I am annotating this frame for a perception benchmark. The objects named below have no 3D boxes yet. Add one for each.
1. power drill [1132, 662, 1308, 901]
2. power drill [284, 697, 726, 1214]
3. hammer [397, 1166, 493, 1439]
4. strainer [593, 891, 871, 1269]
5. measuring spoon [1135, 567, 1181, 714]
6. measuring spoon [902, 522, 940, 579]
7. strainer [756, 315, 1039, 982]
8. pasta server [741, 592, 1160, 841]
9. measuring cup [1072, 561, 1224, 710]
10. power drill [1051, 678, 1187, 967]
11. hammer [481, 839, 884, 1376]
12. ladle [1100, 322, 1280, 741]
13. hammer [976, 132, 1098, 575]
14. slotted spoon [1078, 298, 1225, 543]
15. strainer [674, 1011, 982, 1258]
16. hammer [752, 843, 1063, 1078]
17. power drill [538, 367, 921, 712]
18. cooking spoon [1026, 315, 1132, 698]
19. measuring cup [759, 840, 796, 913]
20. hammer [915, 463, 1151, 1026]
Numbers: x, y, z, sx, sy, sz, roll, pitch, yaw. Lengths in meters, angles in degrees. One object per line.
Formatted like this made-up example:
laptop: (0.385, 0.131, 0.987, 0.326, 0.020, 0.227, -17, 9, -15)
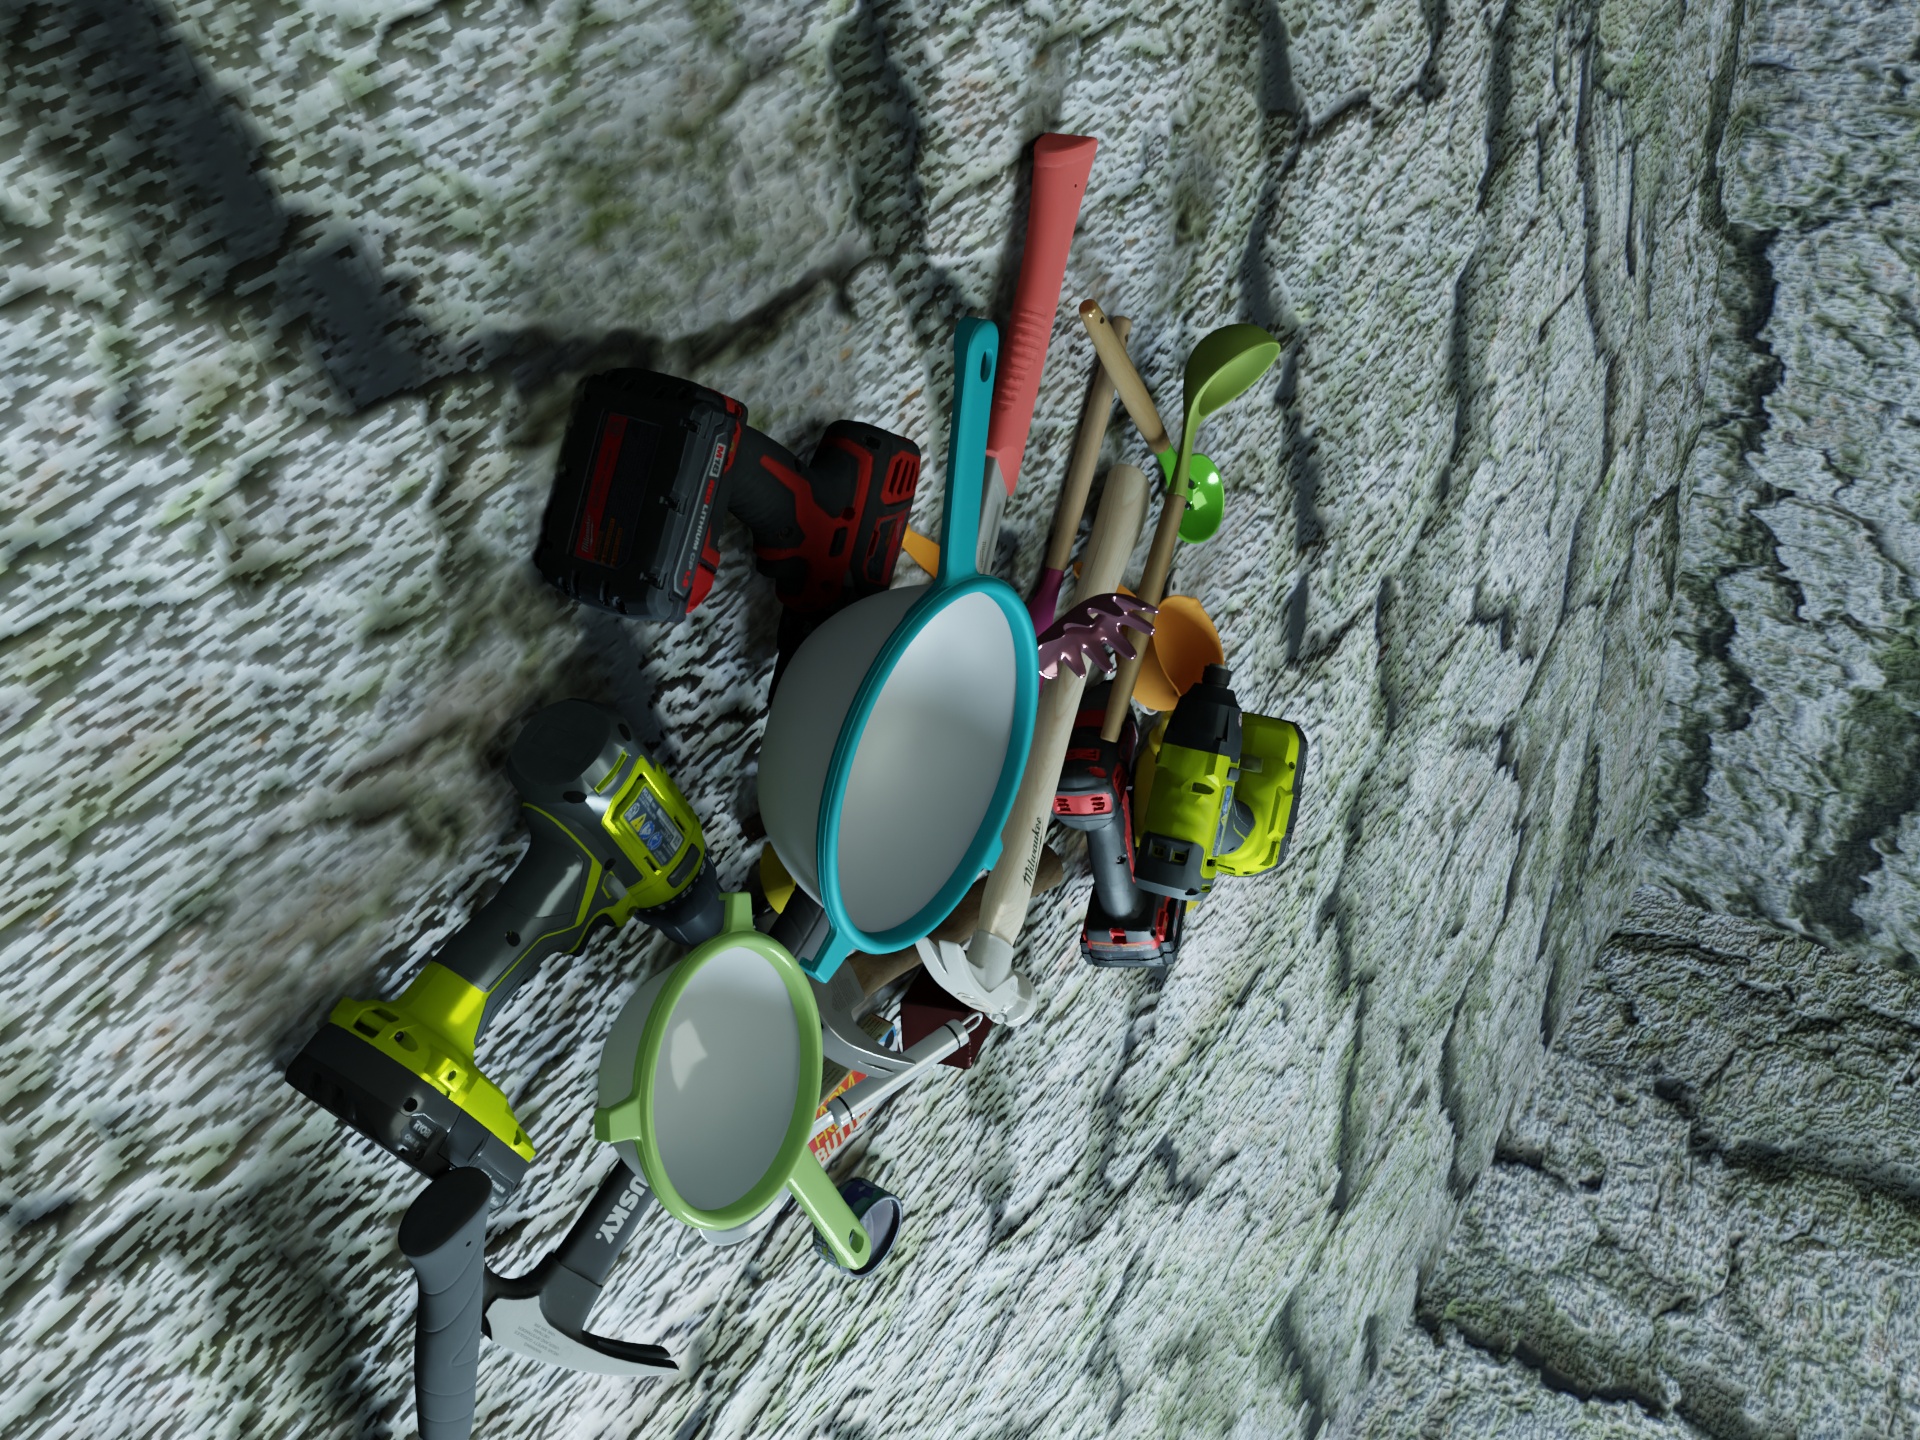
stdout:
power drill: (0.205, 0.049, 1.235, 0.223, 0.080, 0.171, 10, 93, -66)
power drill: (-0.211, 0.125, 0.813, 0.228, 0.080, 0.190, -57, 149, -24)
hammer: (-0.264, 0.381, 0.828, 0.149, 0.036, 0.408, -28, 140, -46)
strainer: (-0.122, 0.221, 0.861, 0.152, 0.069, 0.256, -64, 142, -39)
measuring spoon: (0.164, -0.067, 1.322, 0.034, 0.018, 0.124, 13, 88, -56)
measuring spoon: (-0.015, -0.105, 1.039, 0.116, 0.011, 0.021, 31, 80, -57)
strainer: (-0.040, -0.046, 0.845, 0.211, 0.095, 0.340, -27, 129, -55)
pasta server: (-0.002, -0.003, 1.019, 0.316, 0.040, 0.060, -32, 152, -24)
measuring cup: (0.133, -0.071, 1.245, 0.173, 0.052, 0.095, 32, 56, -31)
power drill: (0.123, 0.080, 1.262, 0.143, 0.078, 0.219, -71, 151, -48)
hammer: (-0.144, 0.209, 0.902, 0.146, 0.035, 0.335, 38, 76, -20)
ladle: (0.163, -0.136, 1.164, 0.078, 0.062, 0.320, 15, 90, -73)
hammer: (0.037, -0.197, 1.039, 0.149, 0.037, 0.359, -1, 105, -61)
slotted spoon: (0.141, -0.218, 1.174, 0.070, 0.031, 0.313, -66, 151, -10)
strainer: (-0.088, 0.263, 1.049, 0.258, 0.050, 0.086, -30, 131, -25)
hammer: (-0.013, 0.148, 1.114, 0.331, 0.031, 0.130, -20, 84, -57)
power drill: (-0.113, -0.082, 0.854, 0.226, 0.080, 0.188, 5, 102, -59)
cooking spoon: (0.075, -0.134, 1.149, 0.068, 0.017, 0.319, 3, 103, -61)
measuring cup: (-0.082, 0.085, 1.017, 0.062, 0.029, 0.156, 68, 23, -4)
hammer: (0.063, -0.003, 1.106, 0.146, 0.038, 0.411, 50, 53, -56)
